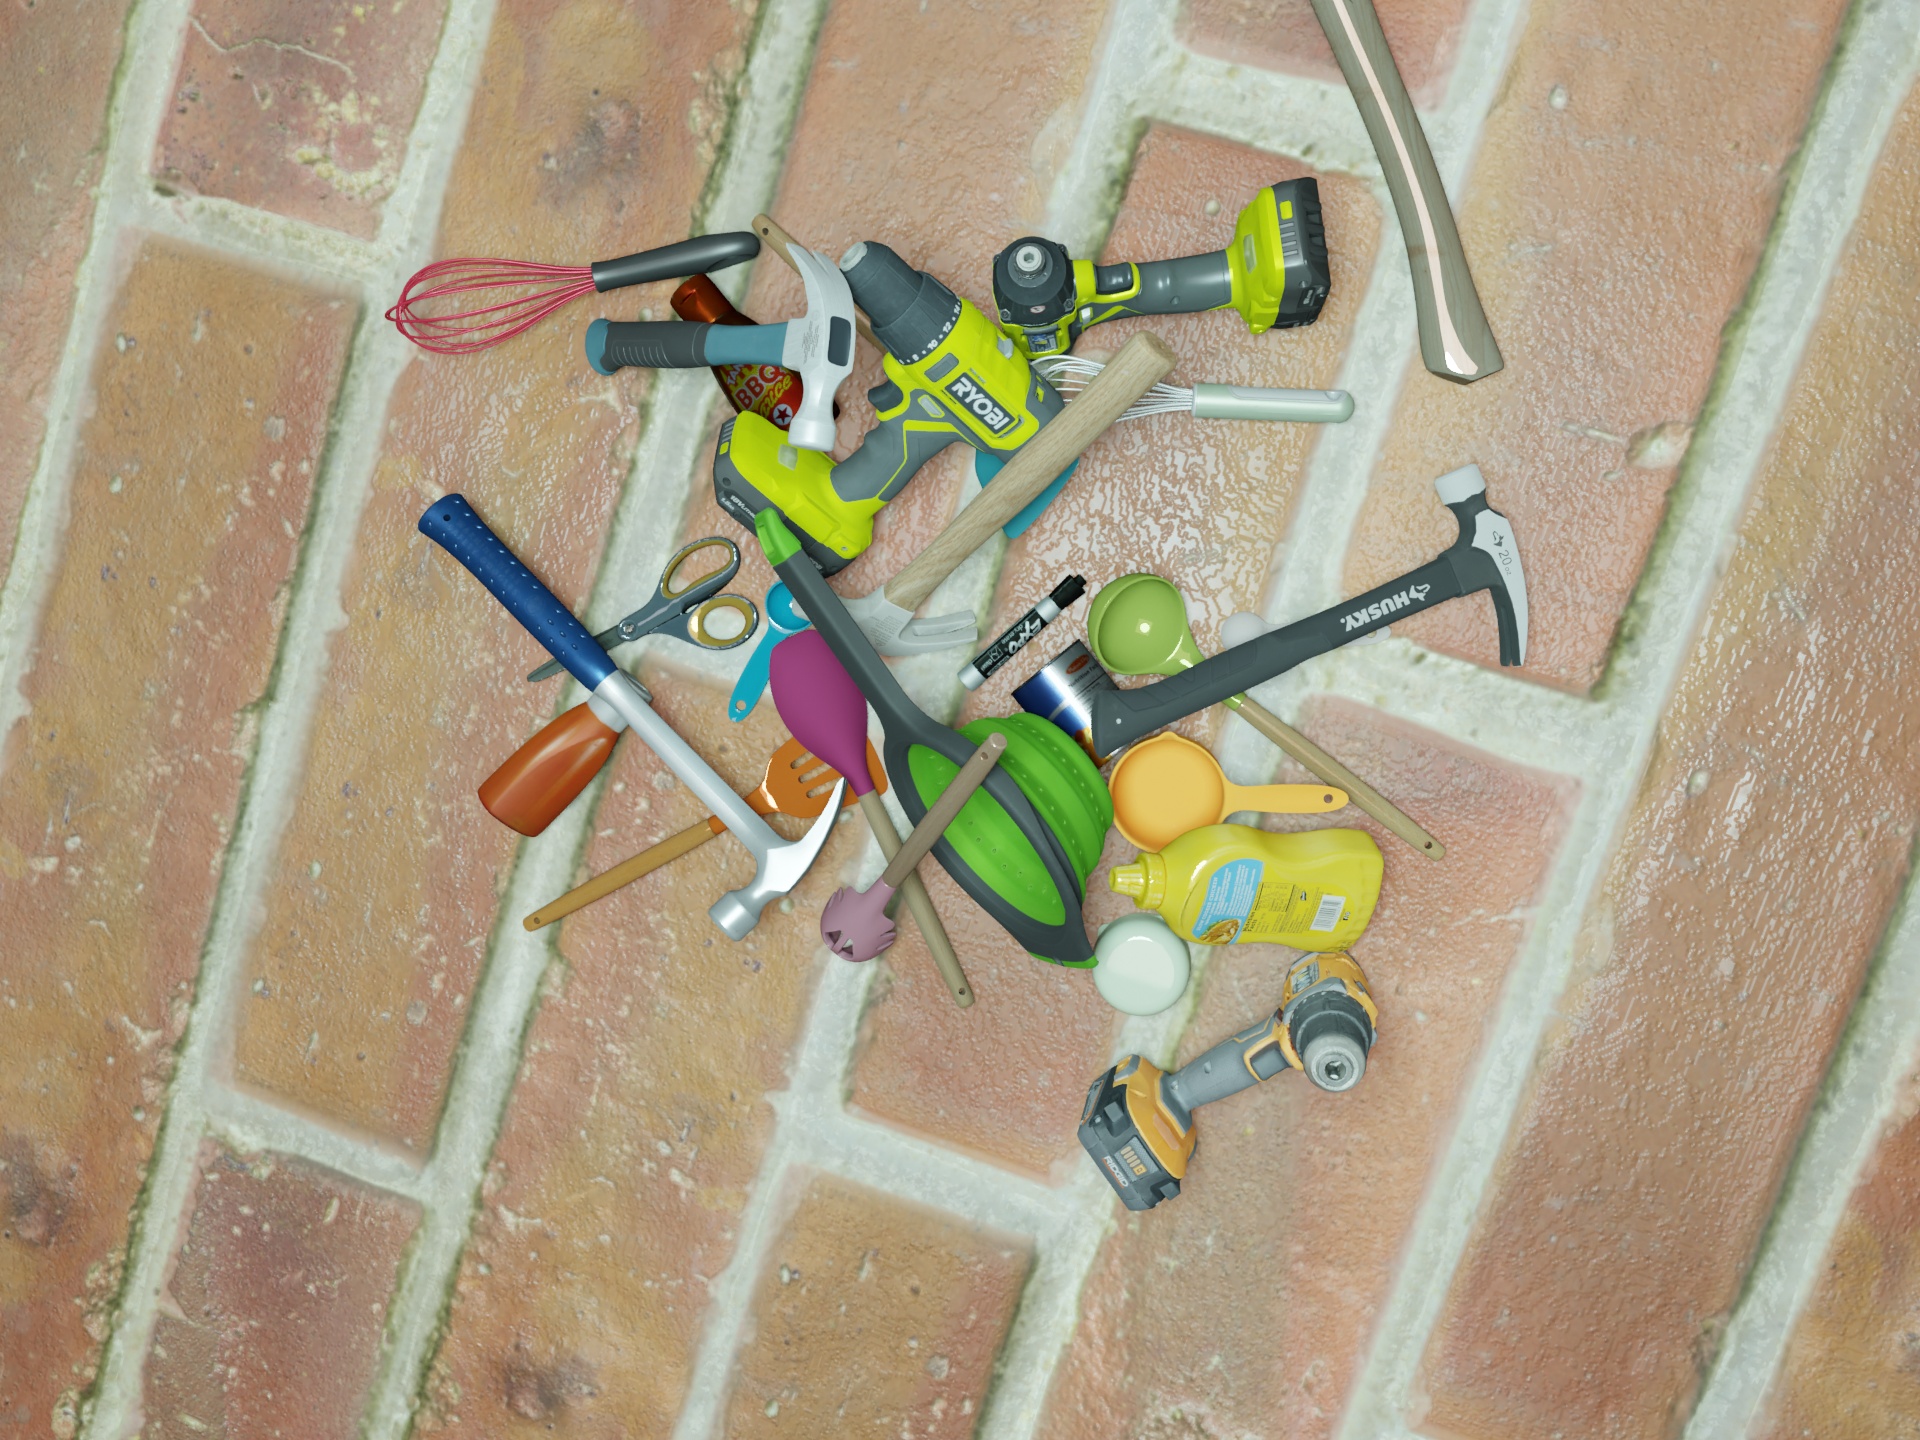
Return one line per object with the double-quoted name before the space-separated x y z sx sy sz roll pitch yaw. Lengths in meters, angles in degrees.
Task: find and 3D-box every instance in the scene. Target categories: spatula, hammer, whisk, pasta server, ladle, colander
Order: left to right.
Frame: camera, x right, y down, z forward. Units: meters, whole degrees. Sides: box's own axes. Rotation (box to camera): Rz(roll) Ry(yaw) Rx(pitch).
"whisk" -0.297 -0.335 1.217 0.296 0.073 0.073 -10 94 4
"hammer" -0.257 -0.026 1.210 0.144 0.035 0.405 -44 83 -7
"spatula" -0.212 0.093 1.260 0.322 0.041 0.081 -28 94 14
"hammer" -0.178 -0.261 1.111 0.331 0.033 0.128 16 97 49
"spatula" -0.044 -0.271 1.190 0.317 0.044 0.082 43 114 4
"pasta server" -0.035 0.095 1.129 0.060 0.040 0.316 40 137 4
"colander" -0.002 -0.004 1.143 0.094 0.204 0.397 -39 102 -21
"hammer" 0.027 -0.150 1.115 0.130 0.031 0.331 23 132 -33
"whisk" 0.163 -0.236 1.162 0.246 0.058 0.059 4 130 4
"ladle" 0.228 0.004 1.169 0.320 0.062 0.078 37 96 1
"hammer" 0.246 -0.052 1.135 0.335 0.035 0.146 -24 93 -3
"hammer" 0.309 -0.440 1.126 0.146 0.038 0.410 -21 92 9

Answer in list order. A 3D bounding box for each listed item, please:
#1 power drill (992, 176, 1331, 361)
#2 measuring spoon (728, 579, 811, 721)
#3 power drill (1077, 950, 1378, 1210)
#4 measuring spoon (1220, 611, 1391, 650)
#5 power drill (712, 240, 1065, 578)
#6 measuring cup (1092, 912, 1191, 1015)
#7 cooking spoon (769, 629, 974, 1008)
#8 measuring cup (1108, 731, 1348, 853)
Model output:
"power drill" 0.134 -0.306 1.098 0.223 0.171 0.080 -8 88 5
"measuring spoon" -0.149 -0.055 1.243 0.042 0.021 0.128 29 108 -1
"power drill" 0.196 0.257 1.132 0.226 0.185 0.084 -35 91 13
"measuring spoon" 0.255 -0.064 1.176 0.124 0.018 0.034 -1 95 8
"power drill" -0.067 -0.215 1.118 0.228 0.080 0.190 -32 127 30
"measuring cup" 0.164 0.153 1.198 0.083 0.038 0.167 40 101 3
"cooking spoon" -0.061 0.079 1.229 0.069 0.017 0.319 -26 95 -11
"measuring cup" 0.196 0.054 1.180 0.173 0.052 0.095 1 95 7
